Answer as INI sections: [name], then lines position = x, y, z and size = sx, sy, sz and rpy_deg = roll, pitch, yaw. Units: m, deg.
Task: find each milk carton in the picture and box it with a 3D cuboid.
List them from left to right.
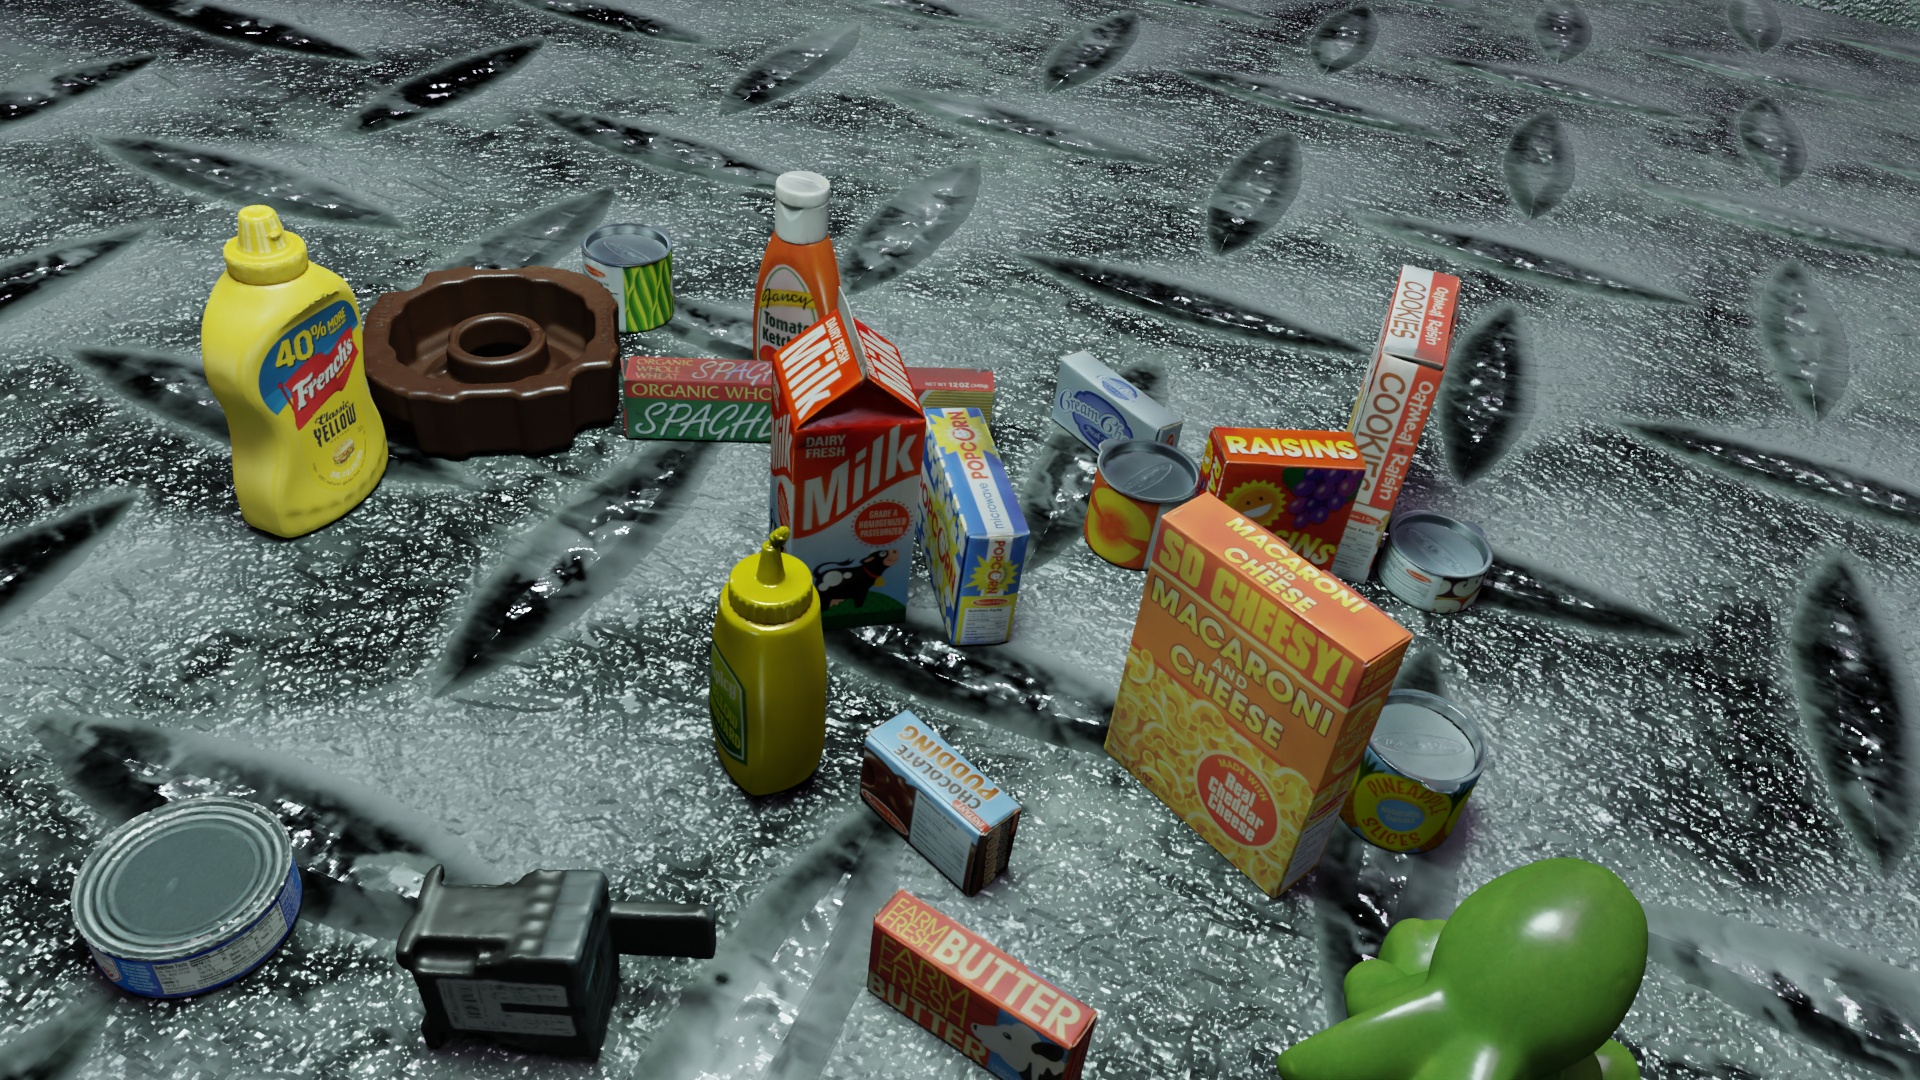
[milk carton]
position = -0.065, -0.042, 0.775
size = 0.073, 0.189, 0.072
rpy_deg = -6, 41, -16

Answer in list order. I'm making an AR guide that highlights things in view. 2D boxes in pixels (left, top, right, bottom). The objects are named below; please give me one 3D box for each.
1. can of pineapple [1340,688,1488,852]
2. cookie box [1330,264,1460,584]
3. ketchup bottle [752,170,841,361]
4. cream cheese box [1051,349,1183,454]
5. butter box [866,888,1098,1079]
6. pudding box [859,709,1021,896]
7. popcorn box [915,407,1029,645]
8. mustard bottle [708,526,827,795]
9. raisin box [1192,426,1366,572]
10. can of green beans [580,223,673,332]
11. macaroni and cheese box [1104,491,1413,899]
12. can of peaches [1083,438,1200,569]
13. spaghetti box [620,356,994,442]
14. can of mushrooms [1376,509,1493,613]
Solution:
[can of pineapple]
position = 0.234, 0.122, 0.729
size = 0.071, 0.057, 0.071
rpy_deg = 5, 39, -4
[cookie box]
position = 0.272, -0.074, 0.889
size = 0.040, 0.166, 0.123
rpy_deg = 17, 40, 12
[ketchup bottle]
position = -0.112, -0.183, 0.972
size = 0.065, 0.148, 0.044
rpy_deg = 18, 40, 12
[cream cheese box]
position = 0.106, -0.084, 0.963
size = 0.024, 0.053, 0.104
rpy_deg = -22, 48, -31
[butter box]
position = 0.007, 0.199, 0.602
size = 0.103, 0.052, 0.024
rpy_deg = 27, 43, 22
[pudding box]
position = -0.012, 0.129, 0.687
size = 0.030, 0.049, 0.084
rpy_deg = -29, 51, -36
[popcorn box]
position = 0.003, -0.010, 0.831
size = 0.038, 0.084, 0.127
rpy_deg = -4, 40, -14
[mustard bottle]
position = -0.094, 0.054, 0.677
size = 0.049, 0.159, 0.065
rpy_deg = -18, 45, -28
[raisin box]
position = 0.181, -0.007, 0.826
size = 0.086, 0.122, 0.040
rpy_deg = 2, 39, -6
[can of green beans]
position = -0.248, -0.196, 1.038
size = 0.071, 0.057, 0.071
rpy_deg = 5, 39, -4
[macaroni and cheese box]
position = 0.139, 0.077, 0.684
size = 0.040, 0.165, 0.124
rpy_deg = -25, 49, -34
[can of peaches]
position = 0.114, -0.024, 0.888
size = 0.071, 0.057, 0.071
rpy_deg = 5, 39, -4
[spaghetti box]
position = -0.102, -0.093, 0.942
size = 0.250, 0.049, 0.029
rpy_deg = 1, 40, -8
[can of mushrooms]
position = 0.306, 0.013, 0.893
size = 0.071, 0.033, 0.071
rpy_deg = 5, 39, -4
